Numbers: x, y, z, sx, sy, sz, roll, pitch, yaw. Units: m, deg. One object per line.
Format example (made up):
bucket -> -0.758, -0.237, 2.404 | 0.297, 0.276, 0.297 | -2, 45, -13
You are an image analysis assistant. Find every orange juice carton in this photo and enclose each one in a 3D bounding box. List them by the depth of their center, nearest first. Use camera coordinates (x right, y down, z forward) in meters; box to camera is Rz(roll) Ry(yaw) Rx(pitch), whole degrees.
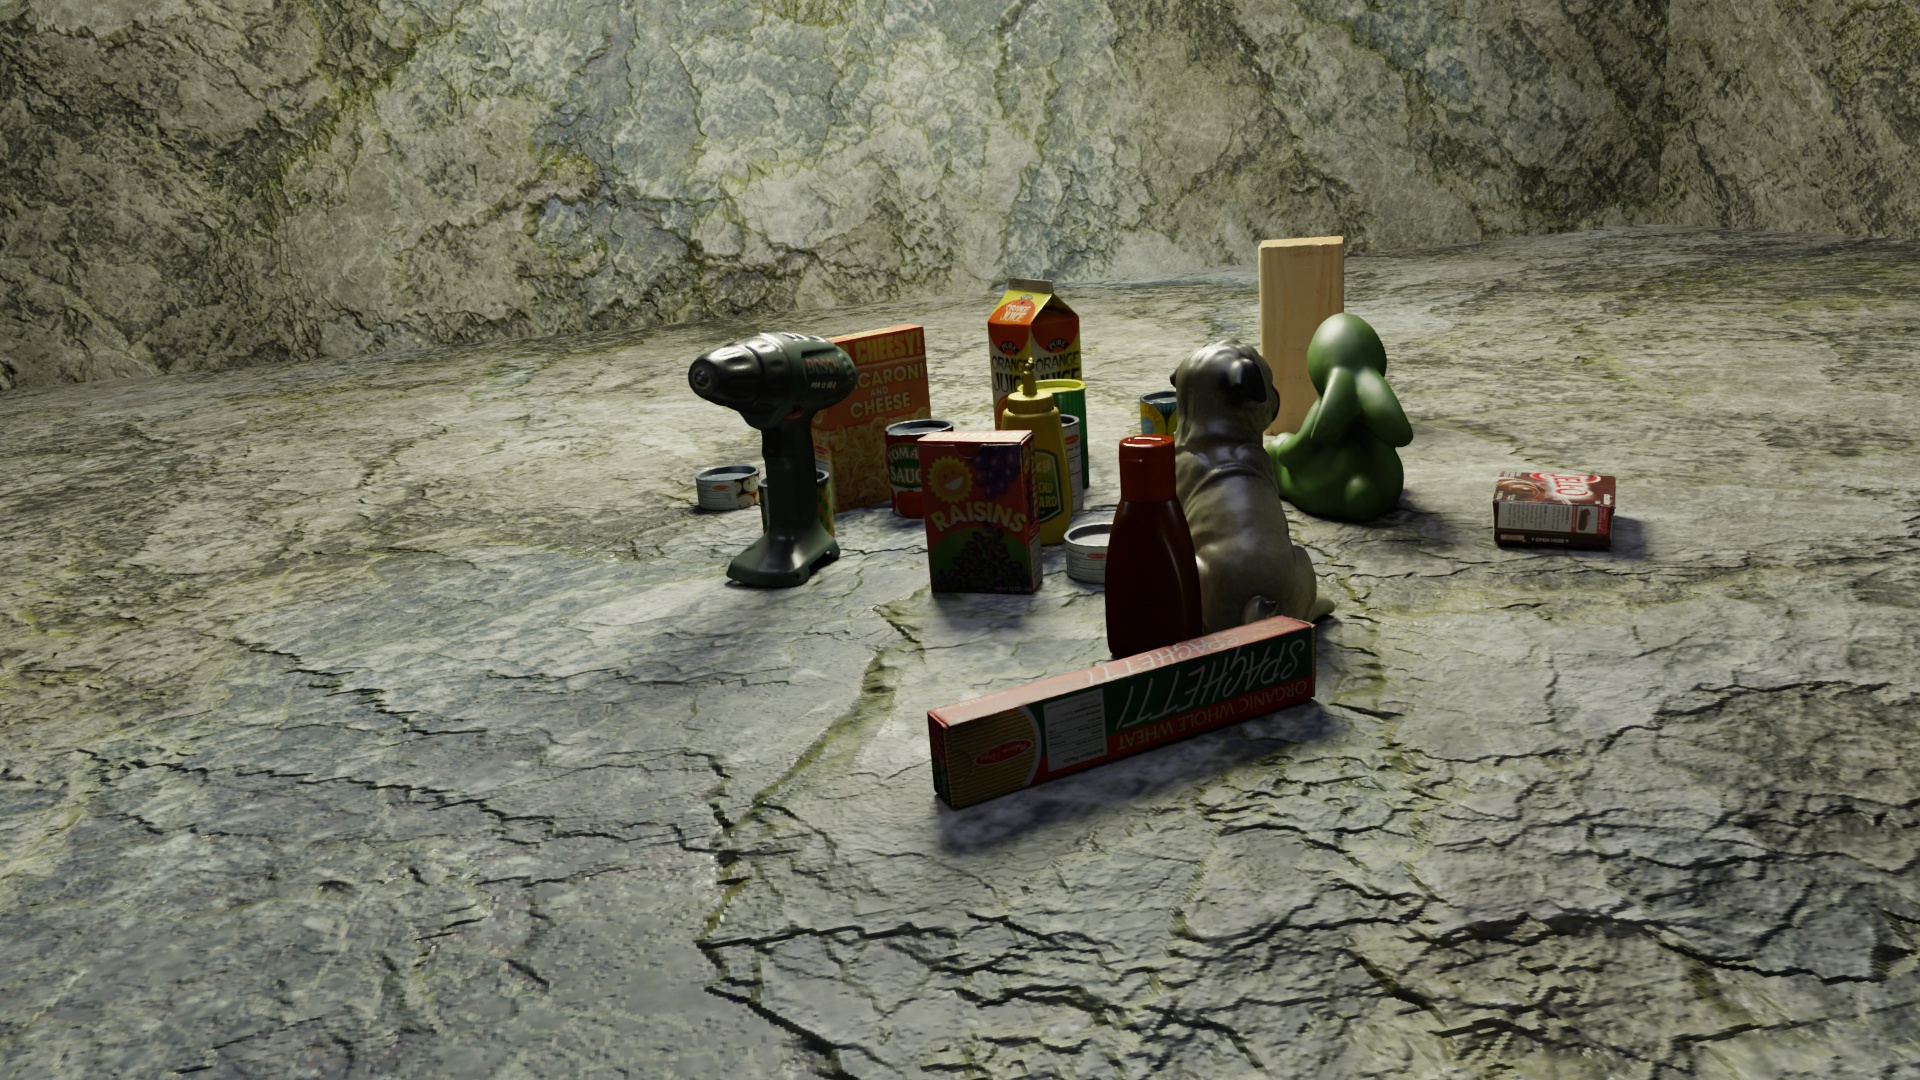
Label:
orange juice carton -> 0.082, -0.187, 1.503 | 0.073, 0.192, 0.072 | -16, 20, -35

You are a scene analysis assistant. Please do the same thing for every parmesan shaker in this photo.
parmesan shaker -> 0.095, -0.102, 1.369 | 0.071, 0.102, 0.071 | -4, 16, 1

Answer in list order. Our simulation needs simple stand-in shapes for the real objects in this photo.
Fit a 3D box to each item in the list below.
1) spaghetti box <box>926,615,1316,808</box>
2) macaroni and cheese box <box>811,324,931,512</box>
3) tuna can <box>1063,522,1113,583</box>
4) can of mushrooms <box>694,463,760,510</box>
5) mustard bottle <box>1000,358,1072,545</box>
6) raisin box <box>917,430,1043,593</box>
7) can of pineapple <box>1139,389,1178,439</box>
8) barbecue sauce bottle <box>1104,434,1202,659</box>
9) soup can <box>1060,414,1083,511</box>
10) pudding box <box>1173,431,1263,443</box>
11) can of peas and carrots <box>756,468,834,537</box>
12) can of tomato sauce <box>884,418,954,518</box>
spaghetti box -> 0.099, 0.094, 0.796 | 0.251, 0.050, 0.029 | -12, 18, -25
macaroni and cheese box -> -0.089, -0.123, 1.376 | 0.124, 0.166, 0.040 | -16, 19, -35
tuna can -> 0.118, 0.009, 1.111 | 0.071, 0.032, 0.071 | -4, 16, 1
can of mushrooms -> -0.236, -0.055, 1.421 | 0.071, 0.033, 0.071 | -4, 16, 1
mustard bottle -> 0.061, -0.076, 1.188 | 0.065, 0.159, 0.049 | -4, 16, 1
raisin box -> 0.016, -0.022, 1.084 | 0.086, 0.123, 0.040 | 1, 17, 19
can of pineapple -> 0.226, -0.128, 1.504 | 0.071, 0.057, 0.071 | -4, 16, 1
barbecue sauce bottle -> 0.125, 0.006, 0.914 | 0.065, 0.148, 0.044 | 7, 19, 34
soup can -> 0.079, -0.072, 1.305 | 0.071, 0.083, 0.071 | -4, 16, 1
pudding box -> 0.252, -0.083, 1.357 | 0.083, 0.049, 0.030 | 7, 19, 33
can of peas and carrots -> -0.149, -0.030, 1.269 | 0.071, 0.058, 0.071 | -4, 16, 1
can of tomato sauce -> -0.037, -0.069, 1.326 | 0.071, 0.082, 0.071 | -4, 16, 1
